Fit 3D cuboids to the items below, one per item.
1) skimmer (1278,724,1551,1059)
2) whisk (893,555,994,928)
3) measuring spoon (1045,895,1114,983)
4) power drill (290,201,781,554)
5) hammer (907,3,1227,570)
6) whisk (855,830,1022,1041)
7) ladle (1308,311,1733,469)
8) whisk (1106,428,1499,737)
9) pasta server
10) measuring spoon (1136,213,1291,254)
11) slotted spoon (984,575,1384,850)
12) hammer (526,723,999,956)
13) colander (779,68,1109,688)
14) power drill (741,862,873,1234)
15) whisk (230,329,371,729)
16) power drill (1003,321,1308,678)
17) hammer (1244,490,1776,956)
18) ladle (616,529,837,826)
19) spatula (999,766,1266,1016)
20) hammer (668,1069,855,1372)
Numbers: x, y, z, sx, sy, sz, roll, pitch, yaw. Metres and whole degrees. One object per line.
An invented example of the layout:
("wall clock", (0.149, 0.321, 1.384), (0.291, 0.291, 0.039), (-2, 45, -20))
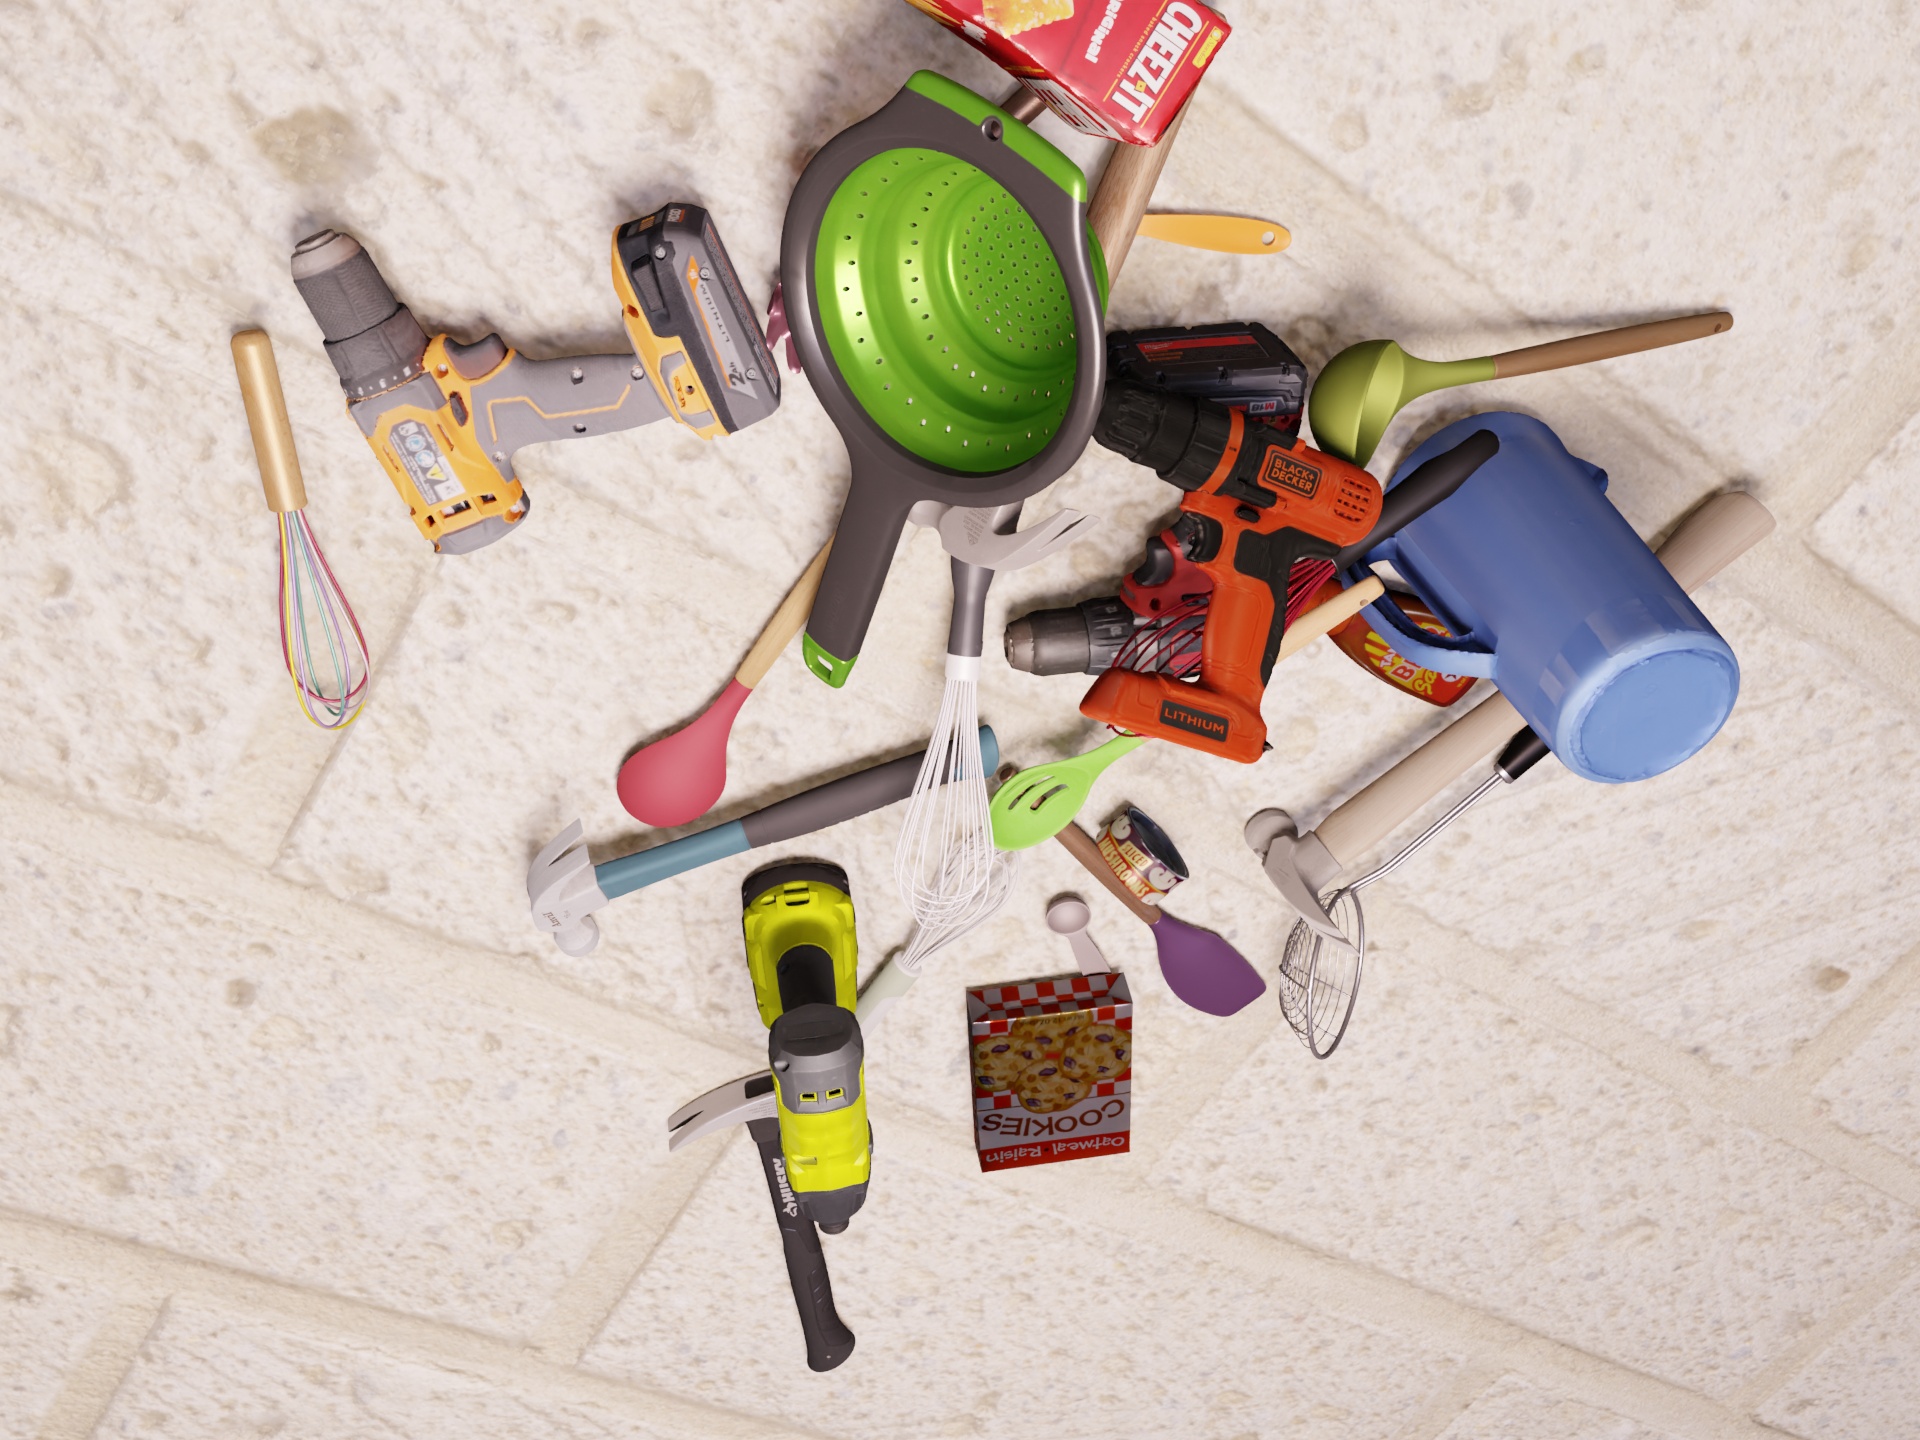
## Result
("skimmer", (0.371, 0.101, 1.167), (0.363, 0.090, 0.127), (-44, 151, 13))
("whisk", (-0.001, -0.003, 1.020), (0.070, 0.070, 0.284), (4, 100, -13))
("measuring spoon", (0.095, 0.172, 1.205), (0.034, 0.018, 0.124), (-21, 129, 8))
("power drill", (-0.234, -0.208, 0.873), (0.226, 0.084, 0.185), (-20, 121, 7))
("hammer", (0.069, -0.239, 0.904), (0.031, 0.130, 0.331), (4, 116, -47))
("whisk", (-0.033, 0.173, 1.160), (0.057, 0.059, 0.246), (8, 128, -47))
("ladle", (0.348, -0.212, 0.960), (0.320, 0.062, 0.078), (-14, 130, -18))
("whisk", (0.205, -0.085, 0.960), (0.296, 0.073, 0.073), (-37, 121, -2))
("pasta server", (0.012, -0.312, 0.878), (0.316, 0.040, 0.060), (-39, 132, 12))
("measuring spoon", (0.140, -0.289, 0.935), (0.117, 0.011, 0.021), (1, 120, -16))
("slotted spoon", (0.139, -0.004, 1.038), (0.313, 0.031, 0.070), (-34, 136, 24))
("hammer", (-0.131, 0.072, 1.070), (0.331, 0.033, 0.128), (-19, 149, -4))
("colander", (-0.013, -0.171, 0.896), (0.204, 0.094, 0.396), (38, 137, 14))
("power drill", (-0.099, 0.215, 1.065), (0.080, 0.223, 0.171), (-6, 122, -7))
("whisk", (-0.386, -0.106, 0.930), (0.047, 0.051, 0.244), (-16, 121, -26))
("power drill", (0.121, -0.123, 0.993), (0.188, 0.080, 0.226), (-6, 125, -8))
("hammer", (0.383, -0.006, 1.087), (0.410, 0.146, 0.038), (-40, 119, 8))
("ladle", (-0.124, -0.045, 1.022), (0.069, 0.031, 0.315), (27, 111, -29))
("spatula", (0.127, 0.133, 1.182), (0.060, 0.018, 0.315), (-37, 121, 13))
("hammer", (-0.138, 0.416, 1.293), (0.146, 0.035, 0.334), (-10, 122, -5))
